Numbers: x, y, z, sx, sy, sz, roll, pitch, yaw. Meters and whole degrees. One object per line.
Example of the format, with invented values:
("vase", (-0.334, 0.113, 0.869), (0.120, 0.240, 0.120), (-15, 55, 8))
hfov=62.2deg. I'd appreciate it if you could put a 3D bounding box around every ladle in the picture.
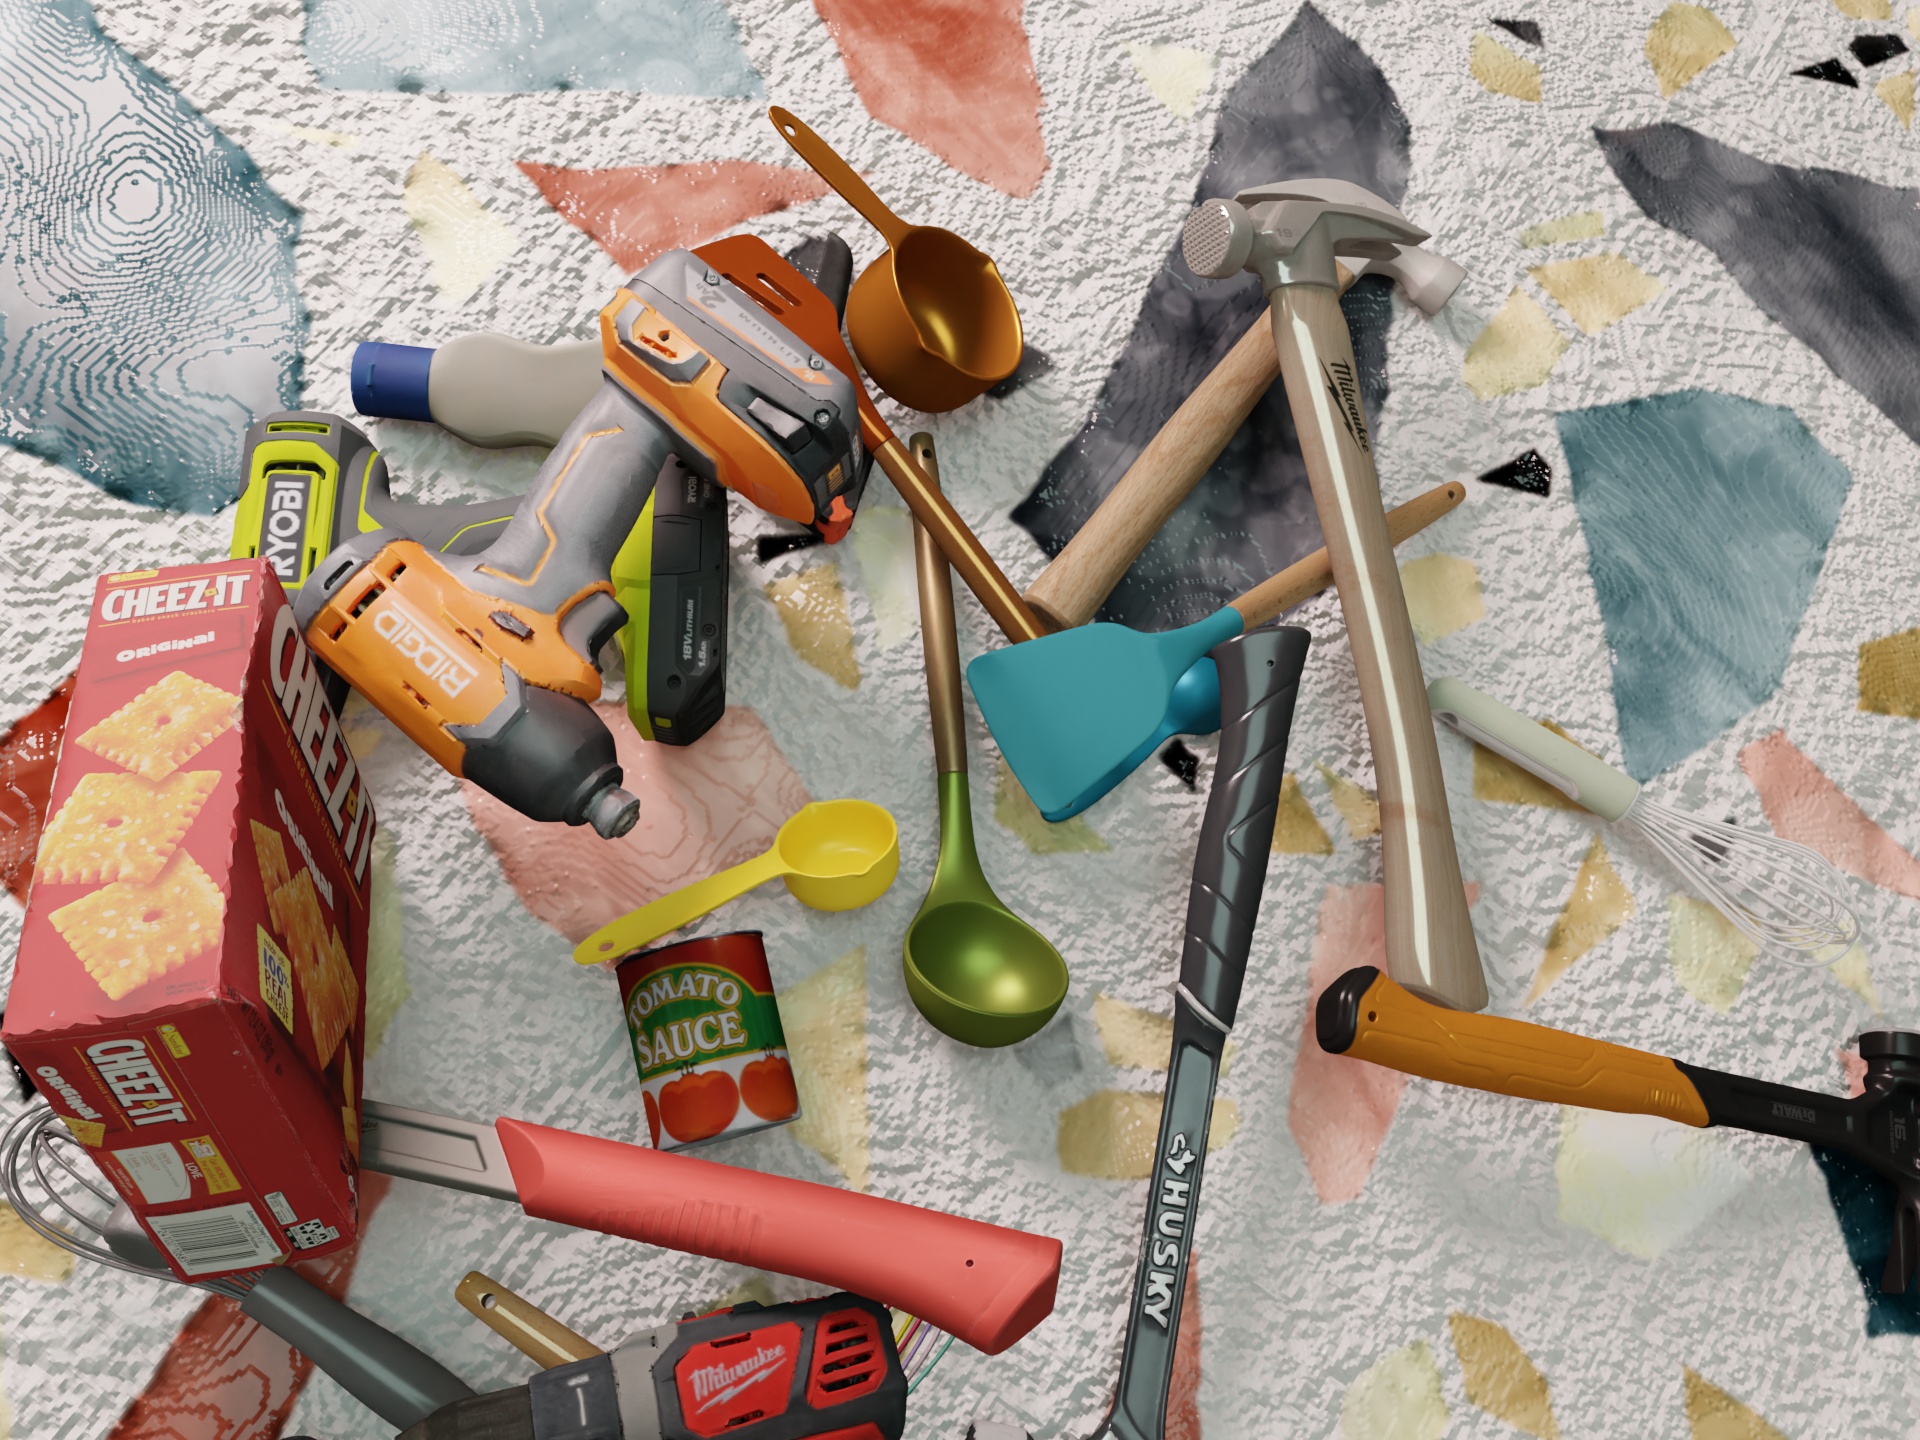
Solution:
("ladle", (-0.001, -0.002, 0.767), (0.078, 0.062, 0.320), (3, 68, -24))

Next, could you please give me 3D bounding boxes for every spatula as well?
("spatula", (-0.027, -0.111, 0.780), (0.322, 0.041, 0.081), (53, 50, -3))
("spatula", (0.148, -0.059, 0.806), (0.317, 0.044, 0.082), (-28, 89, -29))

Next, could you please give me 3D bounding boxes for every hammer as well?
("hammer", (-0.137, 0.174, 0.624), (0.359, 0.036, 0.149), (9, 46, 9))
("hammer", (0.213, -0.061, 0.797), (0.146, 0.038, 0.411), (-7, 84, -31))
("hammer", (0.111, 0.151, 0.714), (0.149, 0.036, 0.409), (12, 78, -2))
("hammer", (0.139, -0.172, 0.857), (0.130, 0.031, 0.331), (38, 71, 3))
("hammer", (0.321, 0.180, 0.750), (0.336, 0.034, 0.127), (14, 70, -13))

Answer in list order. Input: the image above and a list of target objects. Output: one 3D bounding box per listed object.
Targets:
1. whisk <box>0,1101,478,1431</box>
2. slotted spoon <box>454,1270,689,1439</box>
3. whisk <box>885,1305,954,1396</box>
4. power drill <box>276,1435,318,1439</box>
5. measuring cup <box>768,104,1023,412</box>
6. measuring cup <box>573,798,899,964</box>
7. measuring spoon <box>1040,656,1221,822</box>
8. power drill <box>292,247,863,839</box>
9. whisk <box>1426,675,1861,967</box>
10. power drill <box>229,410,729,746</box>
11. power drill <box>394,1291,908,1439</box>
("whisk", (-0.286, 0.233, 0.647), (0.239, 0.055, 0.055), (35, 70, -2))
("slotted spoon", (-0.068, 0.309, 0.628), (0.314, 0.031, 0.070), (32, 64, 5))
("whisk", (-0.067, 0.321, 0.661), (0.051, 0.047, 0.245), (31, 74, 1))
("power drill", (-0.196, 0.368, 0.589), (0.220, 0.078, 0.143), (29, 71, 6))
("measuring cup", (-0.045, -0.229, 0.803), (0.173, 0.052, 0.095), (44, 46, -17))
("measuring cup", (-0.099, 0.083, 0.722), (0.156, 0.029, 0.062), (-24, 38, -18))
("measuring spoon", (0.090, 0.009, 0.794), (0.128, 0.021, 0.042), (-37, 82, -20))
("power drill", (-0.142, -0.068, 0.667), (0.164, 0.084, 0.226), (40, 79, 9))
("whisk", (0.347, 0.047, 0.815), (0.246, 0.057, 0.059), (31, 78, 6))
("power drill", (-0.221, -0.053, 0.736), (0.223, 0.080, 0.171), (1, 72, -6))
("power drill", (-0.093, 0.326, 0.554), (0.188, 0.080, 0.227), (-7, 59, -18))
